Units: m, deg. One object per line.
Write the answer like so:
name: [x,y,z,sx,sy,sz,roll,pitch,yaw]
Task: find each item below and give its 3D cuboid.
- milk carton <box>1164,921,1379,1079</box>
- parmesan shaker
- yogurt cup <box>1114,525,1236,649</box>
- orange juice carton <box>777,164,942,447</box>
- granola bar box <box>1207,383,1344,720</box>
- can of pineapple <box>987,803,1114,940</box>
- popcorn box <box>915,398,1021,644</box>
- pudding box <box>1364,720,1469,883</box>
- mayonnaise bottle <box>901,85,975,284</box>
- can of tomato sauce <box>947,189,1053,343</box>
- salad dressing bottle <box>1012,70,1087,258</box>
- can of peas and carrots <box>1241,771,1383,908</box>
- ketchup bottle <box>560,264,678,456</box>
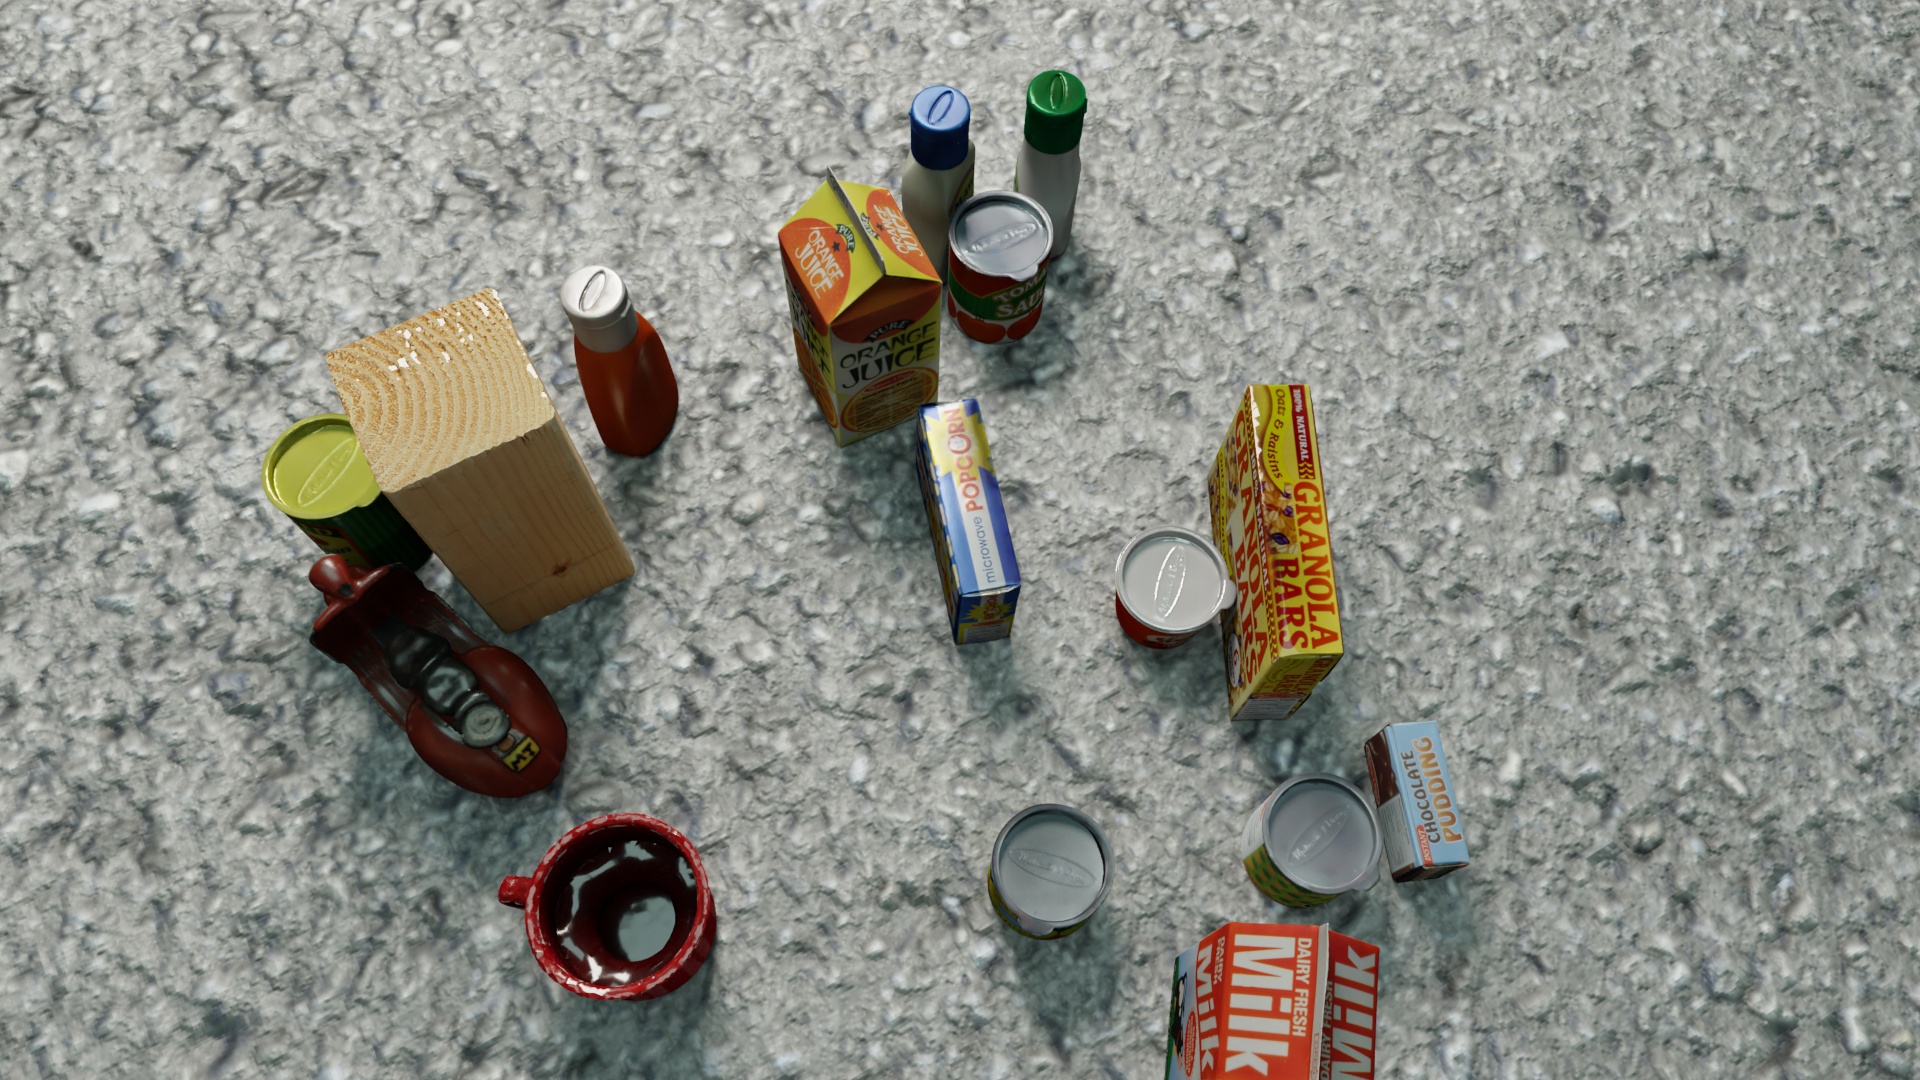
milk carton: [0.152,0.233,0.676,0.073,0.189,0.072,9,67,2]
parmesan shaker: [-0.354,-0.020,0.819,0.071,0.102,0.071,1,67,-1]
yogurt cup: [0.124,0.032,0.838,0.072,0.053,0.072,1,66,-2]
orange juice carton: [-0.059,-0.139,0.832,0.073,0.192,0.072,-24,69,-11]
granola bar box: [0.181,0.009,0.812,0.039,0.123,0.166,0,66,-2]
can of pineapple: [0.047,0.185,0.766,0.071,0.057,0.071,1,66,-2]
popcorn box: [0.003,-0.010,0.836,0.038,0.085,0.127,-10,67,-6]
pudding box: [0.259,0.149,0.794,0.030,0.049,0.084,-5,67,-4]
mayonnaise bottle: [-0.014,-0.230,0.898,0.041,0.147,0.065,23,68,8]
can of tomato sauce: [0.026,-0.176,0.911,0.071,0.082,0.071,1,66,-1]
salad dressing bottle: [0.057,-0.243,0.906,0.044,0.147,0.064,6,67,1]
can of peas and carrots: [0.197,0.171,0.777,0.071,0.058,0.071,1,66,-2]
ketchup bottle: [-0.205,-0.110,0.838,0.043,0.148,0.065,17,67,6]
